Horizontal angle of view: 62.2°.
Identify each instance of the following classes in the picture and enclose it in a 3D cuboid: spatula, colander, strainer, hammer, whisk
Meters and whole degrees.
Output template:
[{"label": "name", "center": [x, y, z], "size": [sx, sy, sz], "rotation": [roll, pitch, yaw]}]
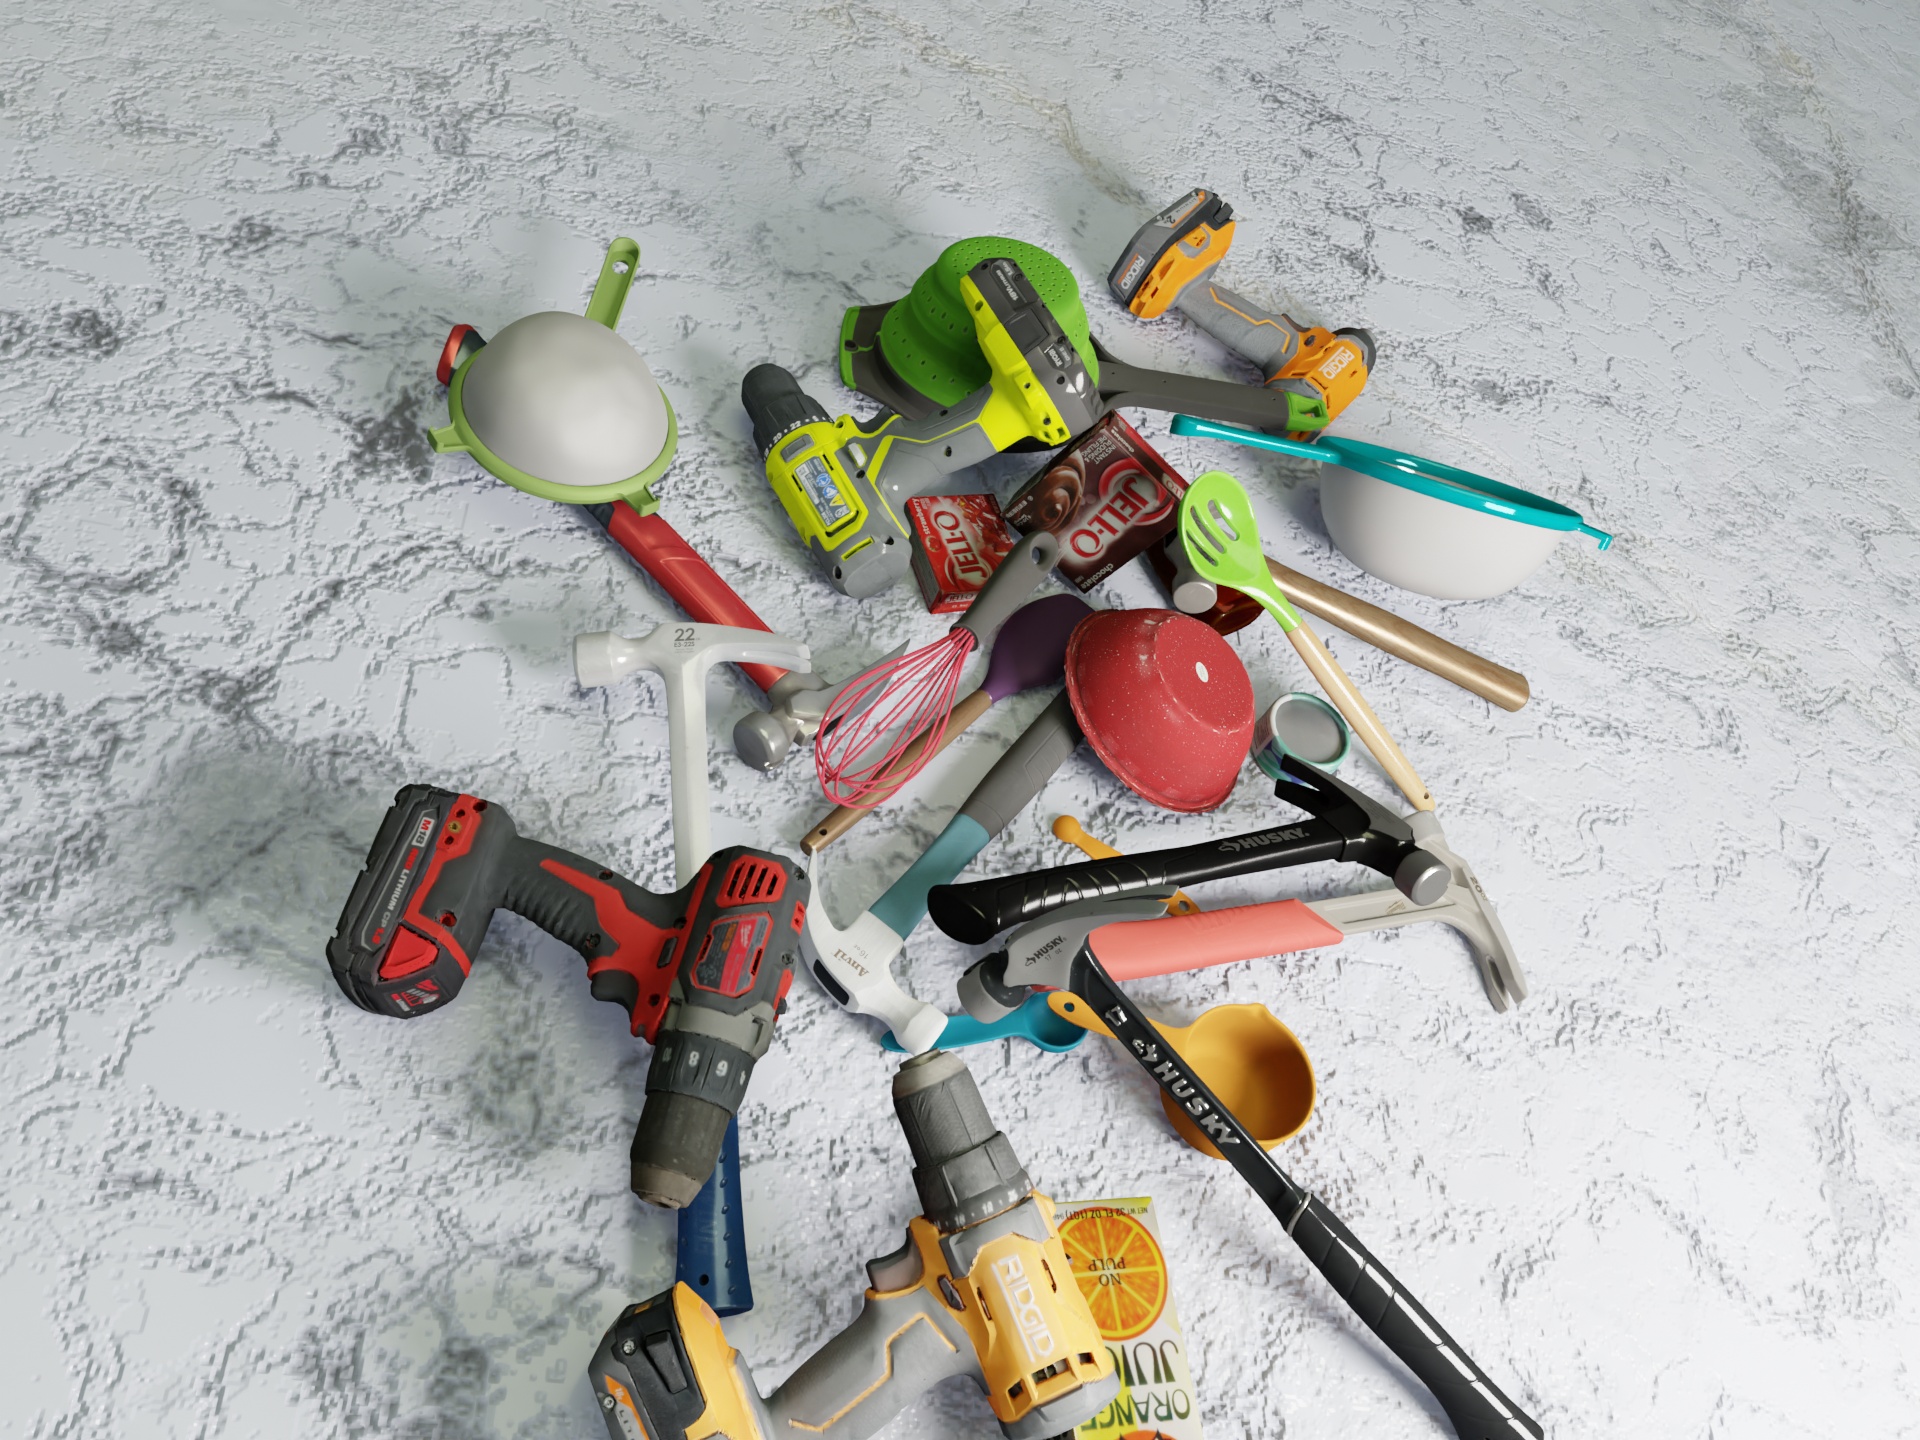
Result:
[{"label": "spatula", "center": [-0.002, -0.003, 1.075], "size": [0.060, 0.018, 0.316], "rotation": [39, 51, 12]}, {"label": "colander", "center": [0.108, -0.294, 1.233], "size": [0.397, 0.094, 0.205], "rotation": [7, 47, -8]}, {"label": "strainer", "center": [0.309, -0.160, 1.232], "size": [0.340, 0.095, 0.211], "rotation": [9, 18, -17]}, {"label": "hammer", "center": [0.206, 0.144, 1.034], "size": [0.359, 0.036, 0.149], "rotation": [-5, 59, -28]}, {"label": "hammer", "center": [0.181, 0.260, 0.891], "size": [0.409, 0.149, 0.036], "rotation": [47, 36, -2]}, {"label": "hammer", "center": [0.135, 0.089, 1.000], "size": [0.334, 0.035, 0.146], "rotation": [-8, 33, -25]}, {"label": "hammer", "center": [0.295, -0.081, 1.199], "size": [0.331, 0.031, 0.130], "rotation": [22, 45, -20]}, {"label": "hammer", "center": [-0.143, 0.121, 0.898], "size": [0.144, 0.035, 0.406], "rotation": [-6, 63, -4]}, {"label": "whisk", "center": [-0.007, -0.044, 1.047], "size": [0.073, 0.073, 0.296], "rotation": [36, 49, 5]}, {"label": "strainer", "center": [-0.249, -0.261, 1.075], "size": [0.151, 0.069, 0.257], "rotation": [17, 52, -12]}, {"label": "hammer", "center": [-0.207, -0.137, 1.074], "size": [0.386, 0.038, 0.143], "rotation": [45, 52, 12]}, {"label": "hammer", "center": [0.016, 0.063, 1.024], "size": [0.128, 0.033, 0.331], "rotation": [36, 51, 10]}]

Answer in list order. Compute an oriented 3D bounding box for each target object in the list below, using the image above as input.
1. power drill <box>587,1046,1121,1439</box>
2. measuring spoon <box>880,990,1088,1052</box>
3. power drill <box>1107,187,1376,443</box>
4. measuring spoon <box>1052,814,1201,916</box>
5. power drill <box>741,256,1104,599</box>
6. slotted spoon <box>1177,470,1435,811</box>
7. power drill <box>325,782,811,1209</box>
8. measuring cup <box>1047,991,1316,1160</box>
[{"label": "power drill", "center": [-0.058, 0.278, 0.759], "size": [0.226, 0.084, 0.185], "rotation": [-21, 83, -9]}, {"label": "measuring spoon", "center": [0.014, 0.189, 0.955], "size": [0.128, 0.021, 0.042], "rotation": [-5, 48, -13]}, {"label": "power drill", "center": [0.256, -0.352, 1.376], "size": [0.226, 0.084, 0.164], "rotation": [43, 53, 5]}, {"label": "measuring spoon", "center": [0.112, 0.097, 1.054], "size": [0.117, 0.011, 0.021], "rotation": [34, 52, 3]}, {"label": "power drill", "center": [-0.035, -0.218, 1.114], "size": [0.228, 0.080, 0.191], "rotation": [-32, 69, 6]}, {"label": "slotted spoon", "center": [0.246, -0.047, 1.118], "size": [0.313, 0.031, 0.070], "rotation": [49, 67, -18]}, {"label": "power drill", "center": [-0.205, 0.138, 0.829], "size": [0.226, 0.080, 0.188], "rotation": [14, 63, 3]}, {"label": "measuring cup", "center": [0.126, 0.207, 0.962], "size": [0.173, 0.052, 0.095], "rotation": [21, 52, -4]}]
